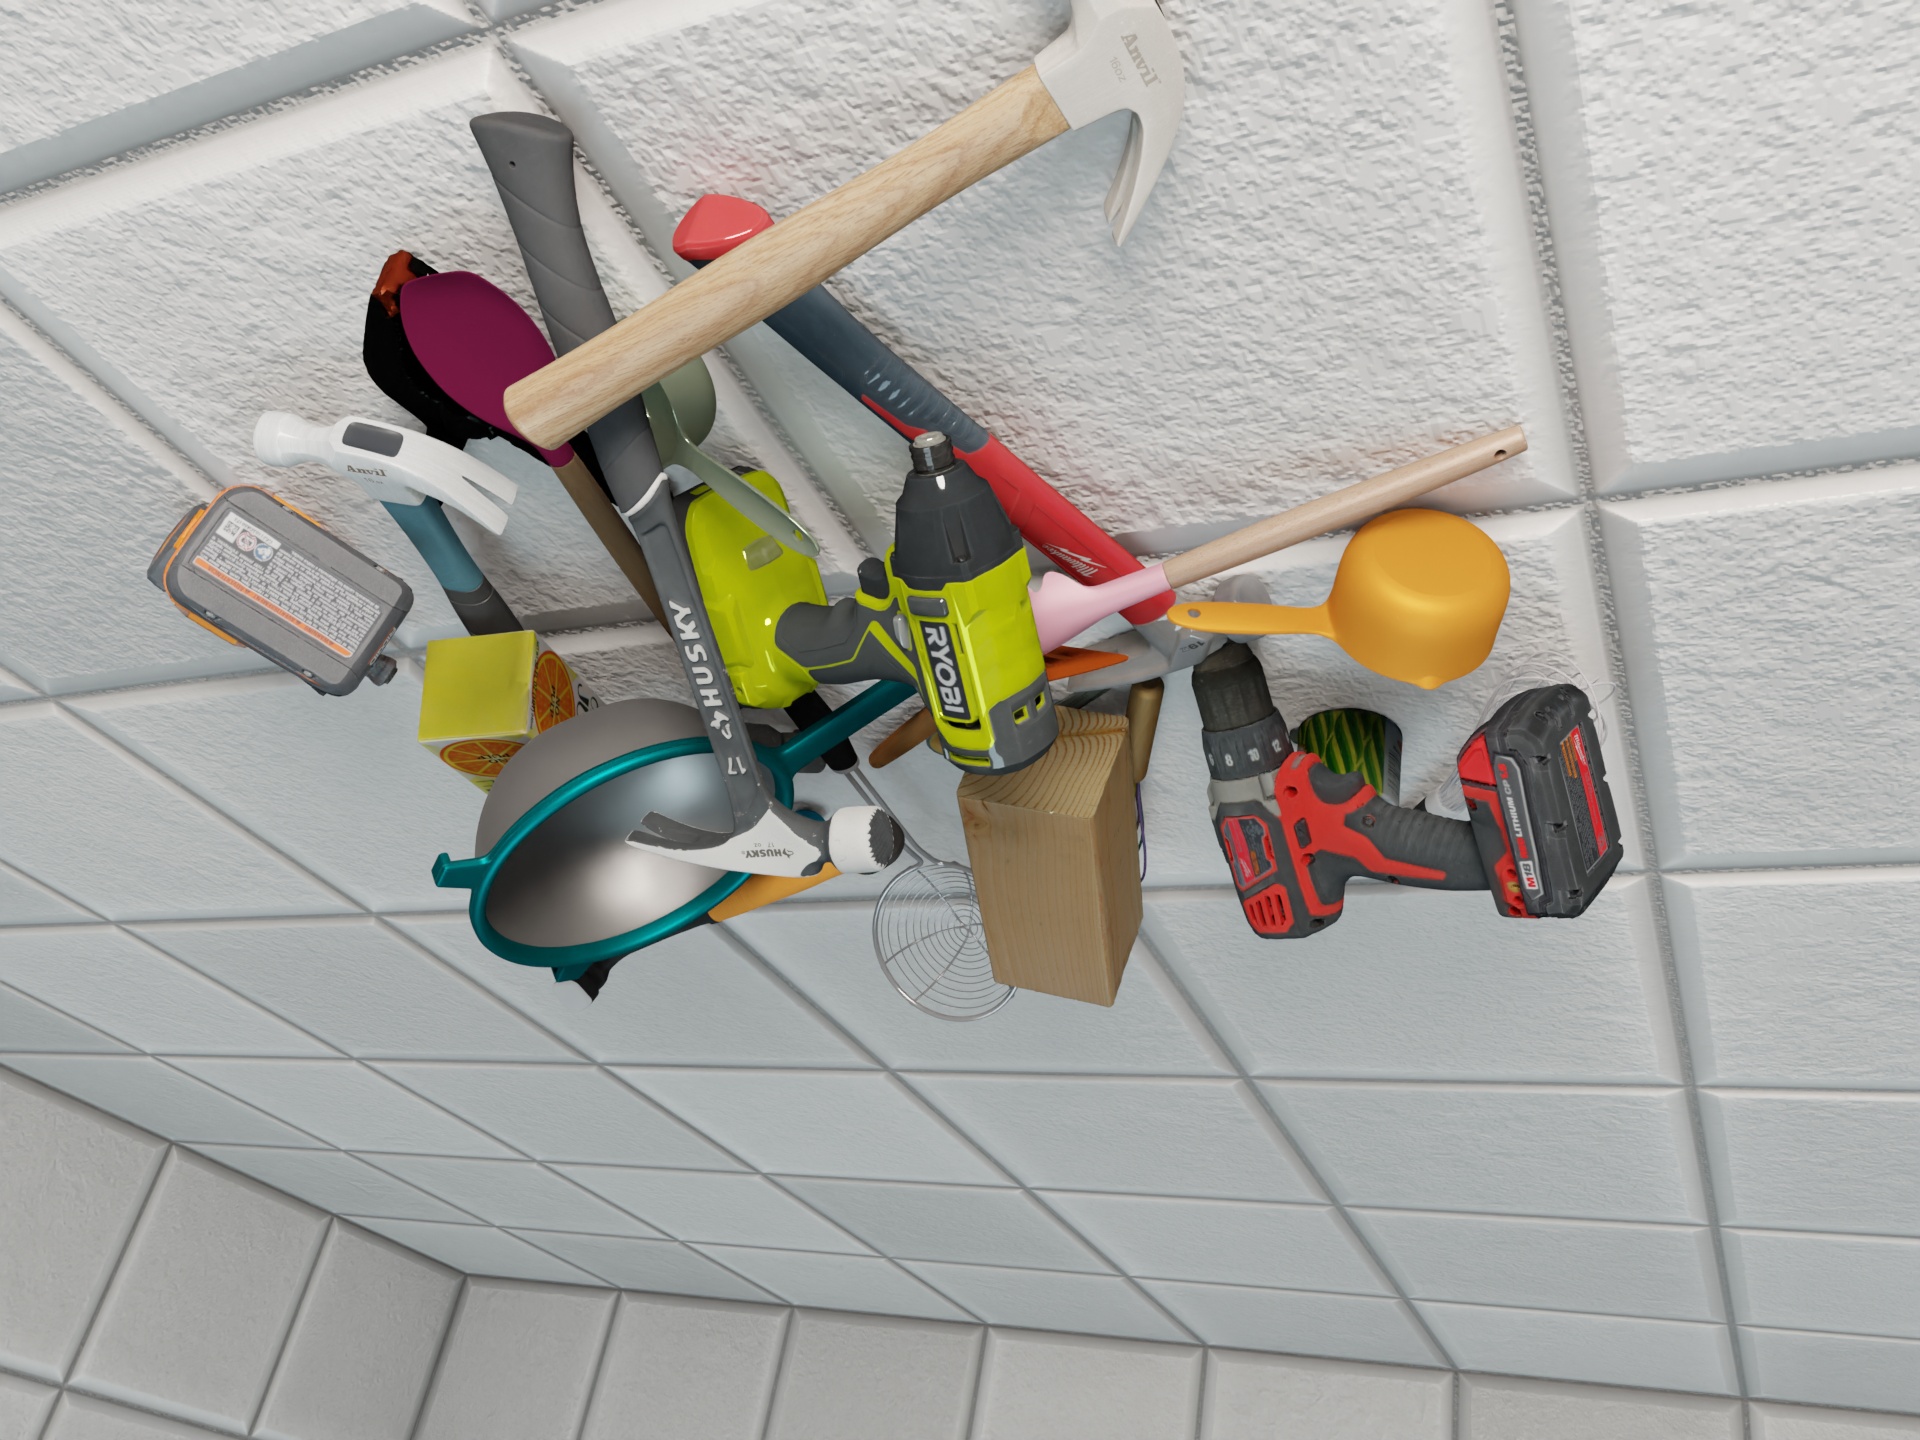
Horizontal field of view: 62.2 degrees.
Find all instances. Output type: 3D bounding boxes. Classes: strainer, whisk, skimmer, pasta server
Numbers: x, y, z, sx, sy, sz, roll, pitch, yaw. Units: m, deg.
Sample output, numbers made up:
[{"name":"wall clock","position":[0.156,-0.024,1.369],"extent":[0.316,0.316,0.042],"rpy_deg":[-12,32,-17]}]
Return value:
[{"name":"strainer","position":[-0.164,0.020,1.001],"extent":[0.340,0.095,0.210],"rpy_deg":[-33,151,-7]},{"name":"whisk","position":[0.111,0.045,1.094],"extent":[0.051,0.047,0.244],"rpy_deg":[2,144,0]},{"name":"skimmer","position":[-0.060,0.089,1.128],"extent":[0.127,0.090,0.362],"rpy_deg":[-8,139,24]},{"name":"whisk","position":[0.321,0.040,1.000],"extent":[0.070,0.070,0.284],"rpy_deg":[15,153,-4]},{"name":"pasta server","position":[0.132,-0.090,0.822],"extent":[0.316,0.040,0.060],"rpy_deg":[-20,133,19]}]

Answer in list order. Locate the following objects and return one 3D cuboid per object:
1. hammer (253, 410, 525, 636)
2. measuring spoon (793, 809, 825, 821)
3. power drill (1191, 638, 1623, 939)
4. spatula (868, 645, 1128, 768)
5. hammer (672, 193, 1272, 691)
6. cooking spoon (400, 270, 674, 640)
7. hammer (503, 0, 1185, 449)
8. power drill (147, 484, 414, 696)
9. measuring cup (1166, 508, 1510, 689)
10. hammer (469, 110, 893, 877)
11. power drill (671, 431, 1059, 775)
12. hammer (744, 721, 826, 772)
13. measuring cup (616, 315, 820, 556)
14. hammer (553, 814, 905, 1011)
[{"name":"hammer","position":[-0.310,-0.083,0.998],"extent":[0.128,0.033,0.330],"rpy_deg":[9,156,7]},{"name":"measuring spoon","position":[-0.149,0.093,1.277],"extent":[0.021,0.042,0.128],"rpy_deg":[58,147,-2]},{"name":"power drill","position":[0.239,0.032,0.908],"extent":[0.227,0.080,0.188],"rpy_deg":[-8,103,42]},{"name":"spatula","position":[-0.002,-0.003,1.004],"extent":[0.081,0.041,0.322],"rpy_deg":[-14,171,-24]},{"name":"hammer","position":[-0.003,-0.133,0.845],"extent":[0.143,0.038,0.386],"rpy_deg":[-19,138,42]},{"name":"cooking spoon","position":[-0.209,-0.129,0.879],"extent":[0.069,0.017,0.318],"rpy_deg":[-7,147,12]},{"name":"hammer","position":[-0.058,-0.201,0.673],"extent":[0.331,0.031,0.129],"rpy_deg":[-25,135,21]},{"name":"power drill","position":[-0.409,-0.070,0.981],"extent":[0.164,0.084,0.226],"rpy_deg":[36,166,-25]},{"name":"measuring cup","position":[0.195,-0.068,0.816],"extent":[0.173,0.095,0.052],"rpy_deg":[0,141,-3]},{"name":"hammer","position":[-0.155,-0.094,0.794],"extent":[0.149,0.036,0.408],"rpy_deg":[-5,118,22]},{"name":"power drill","position":[-0.057,-0.069,0.840],"extent":[0.223,0.080,0.171],"rpy_deg":[9,123,41]},{"name":"hammer","position":[-0.213,0.089,1.253],"extent":[0.149,0.037,0.359],"rpy_deg":[2,154,-17]},{"name":"measuring cup","position":[-0.125,-0.142,0.806],"extent":[0.168,0.038,0.083],"rpy_deg":[39,144,11]},{"name":"hammer","position":[-0.163,0.126,1.158],"extent":[0.337,0.127,0.034],"rpy_deg":[-24,111,38]}]
